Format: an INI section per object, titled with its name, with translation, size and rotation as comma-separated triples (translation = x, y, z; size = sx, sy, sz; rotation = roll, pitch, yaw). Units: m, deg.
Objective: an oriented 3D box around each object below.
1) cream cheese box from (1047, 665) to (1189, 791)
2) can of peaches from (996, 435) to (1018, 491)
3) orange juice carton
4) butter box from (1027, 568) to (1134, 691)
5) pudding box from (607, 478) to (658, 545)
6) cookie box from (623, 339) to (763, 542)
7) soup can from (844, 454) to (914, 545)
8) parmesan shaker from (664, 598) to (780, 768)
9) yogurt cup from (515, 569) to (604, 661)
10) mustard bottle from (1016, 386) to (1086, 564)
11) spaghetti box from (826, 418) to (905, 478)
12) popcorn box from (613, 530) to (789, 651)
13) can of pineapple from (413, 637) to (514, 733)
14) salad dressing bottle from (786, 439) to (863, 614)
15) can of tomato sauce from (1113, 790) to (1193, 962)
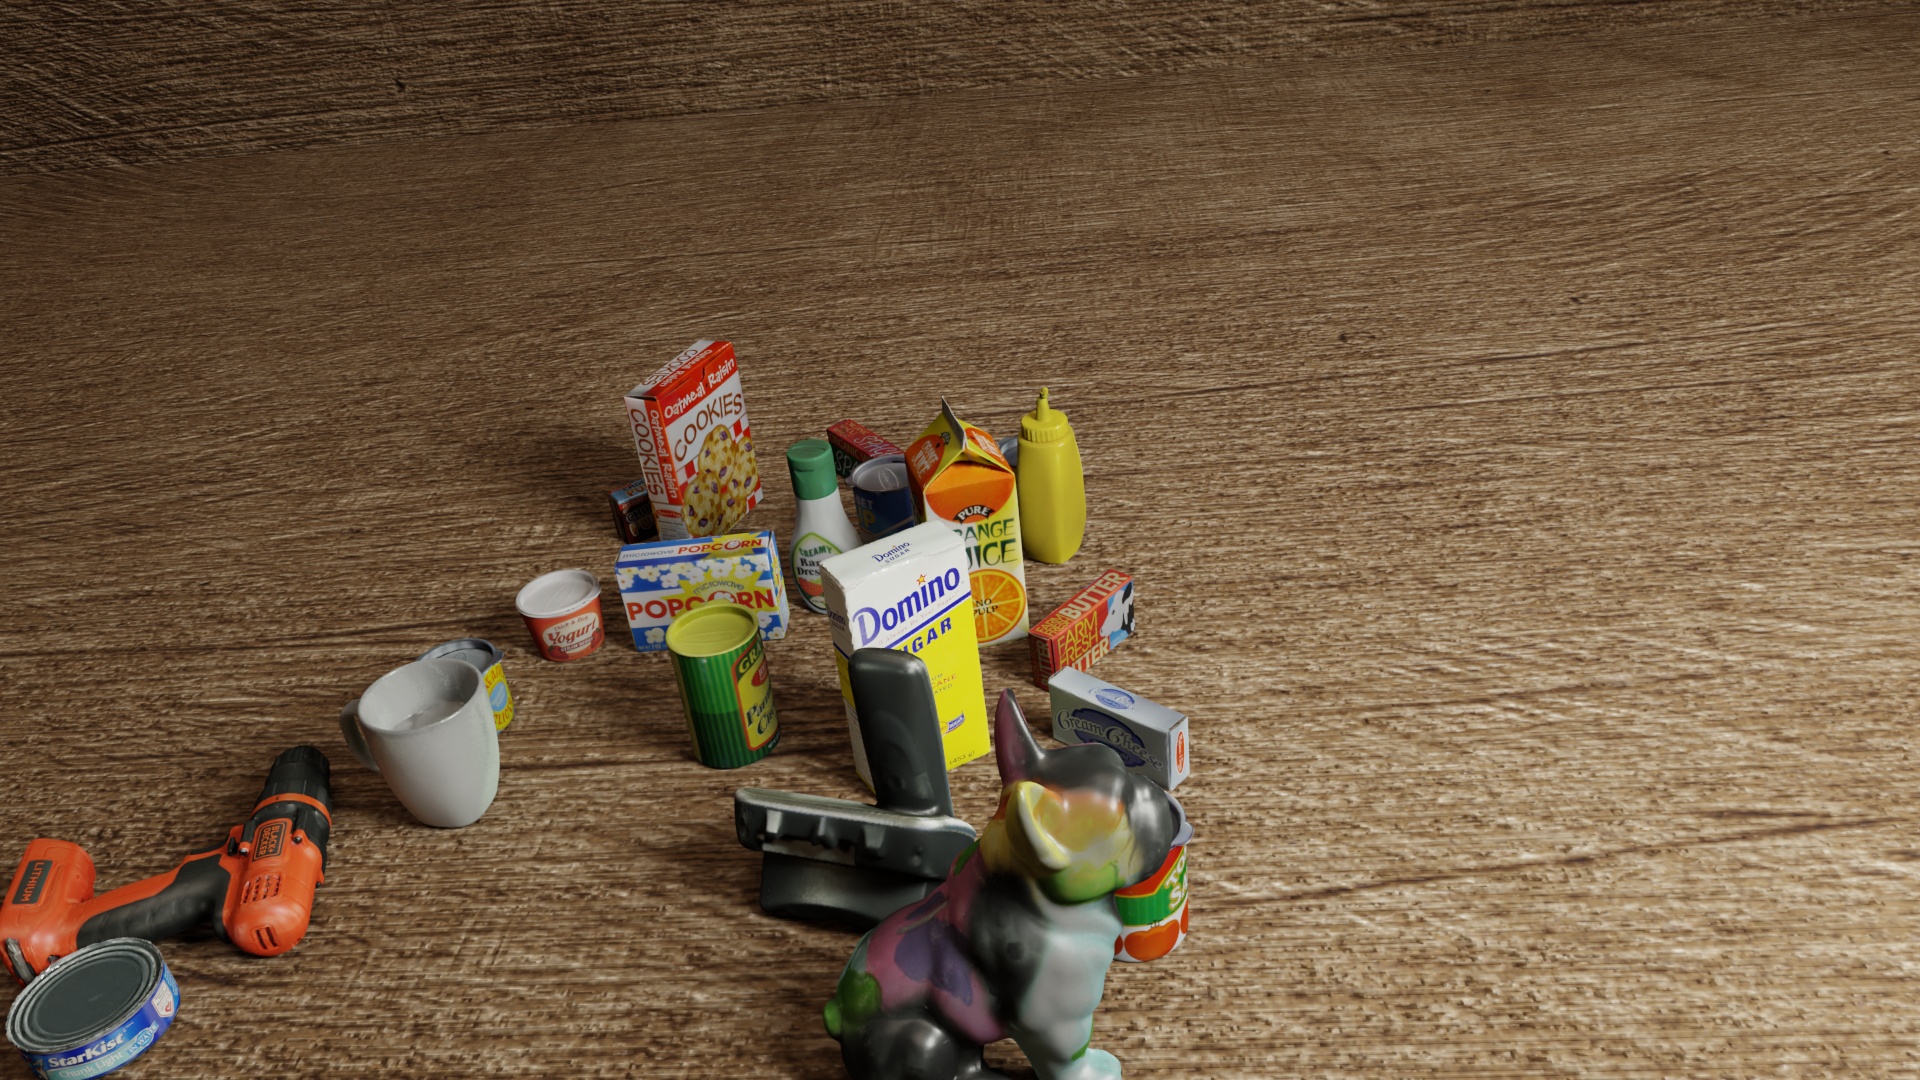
[cream cheese box]
translation = 0.108, 0.129, 0.959
size = 0.104, 0.053, 0.024
rotation = 20, 40, 37
[can of peaches]
translation = 0.066, -0.059, 1.274
size = 0.071, 0.057, 0.071
rotation = -5, 31, 3
[orange juice carton]
translation = 0.004, -0.014, 1.080
size = 0.073, 0.191, 0.072
rotation = -12, 31, -8
[butter box]
translation = 0.094, 0.069, 1.062
size = 0.024, 0.053, 0.104
rotation = 21, 40, 38
[pudding box]
translation = -0.286, -0.036, 1.312
size = 0.084, 0.049, 0.030
rotation = -24, 35, -27
[cookie box]
translation = -0.239, -0.083, 1.267
size = 0.040, 0.166, 0.123
rotation = 7, 34, 23
[soup can]
translation = -0.061, -0.023, 1.214
size = 0.071, 0.083, 0.072
rotation = -5, 31, 3
[parmesan shaker]
translation = -0.170, 0.104, 1.006
size = 0.071, 0.102, 0.071
rotation = -5, 31, 3
[yogurt cup]
translation = -0.328, 0.064, 1.151
size = 0.072, 0.053, 0.073
rotation = -5, 31, 3
[mustard bottle]
translation = 0.074, -0.059, 1.174
size = 0.049, 0.159, 0.066
rotation = 9, 34, 25
[spaghetti box]
translation = -0.049, -0.050, 1.290
size = 0.029, 0.050, 0.250
rotation = -25, 35, -27
[popcorn box]
translation = -0.210, 0.042, 1.134
size = 0.127, 0.084, 0.038
rotation = -6, 31, 2
[can of pineapple]
translation = -0.381, 0.117, 1.069
size = 0.071, 0.057, 0.071
rotation = -5, 31, 3
[salad dressing bottle]
translation = -0.114, -0.011, 1.142
size = 0.064, 0.147, 0.044
rotation = 3, 32, 16
[can of tomato sauce]
translation = 0.103, 0.196, 0.820
size = 0.071, 0.082, 0.071
rotation = -5, 31, 3
